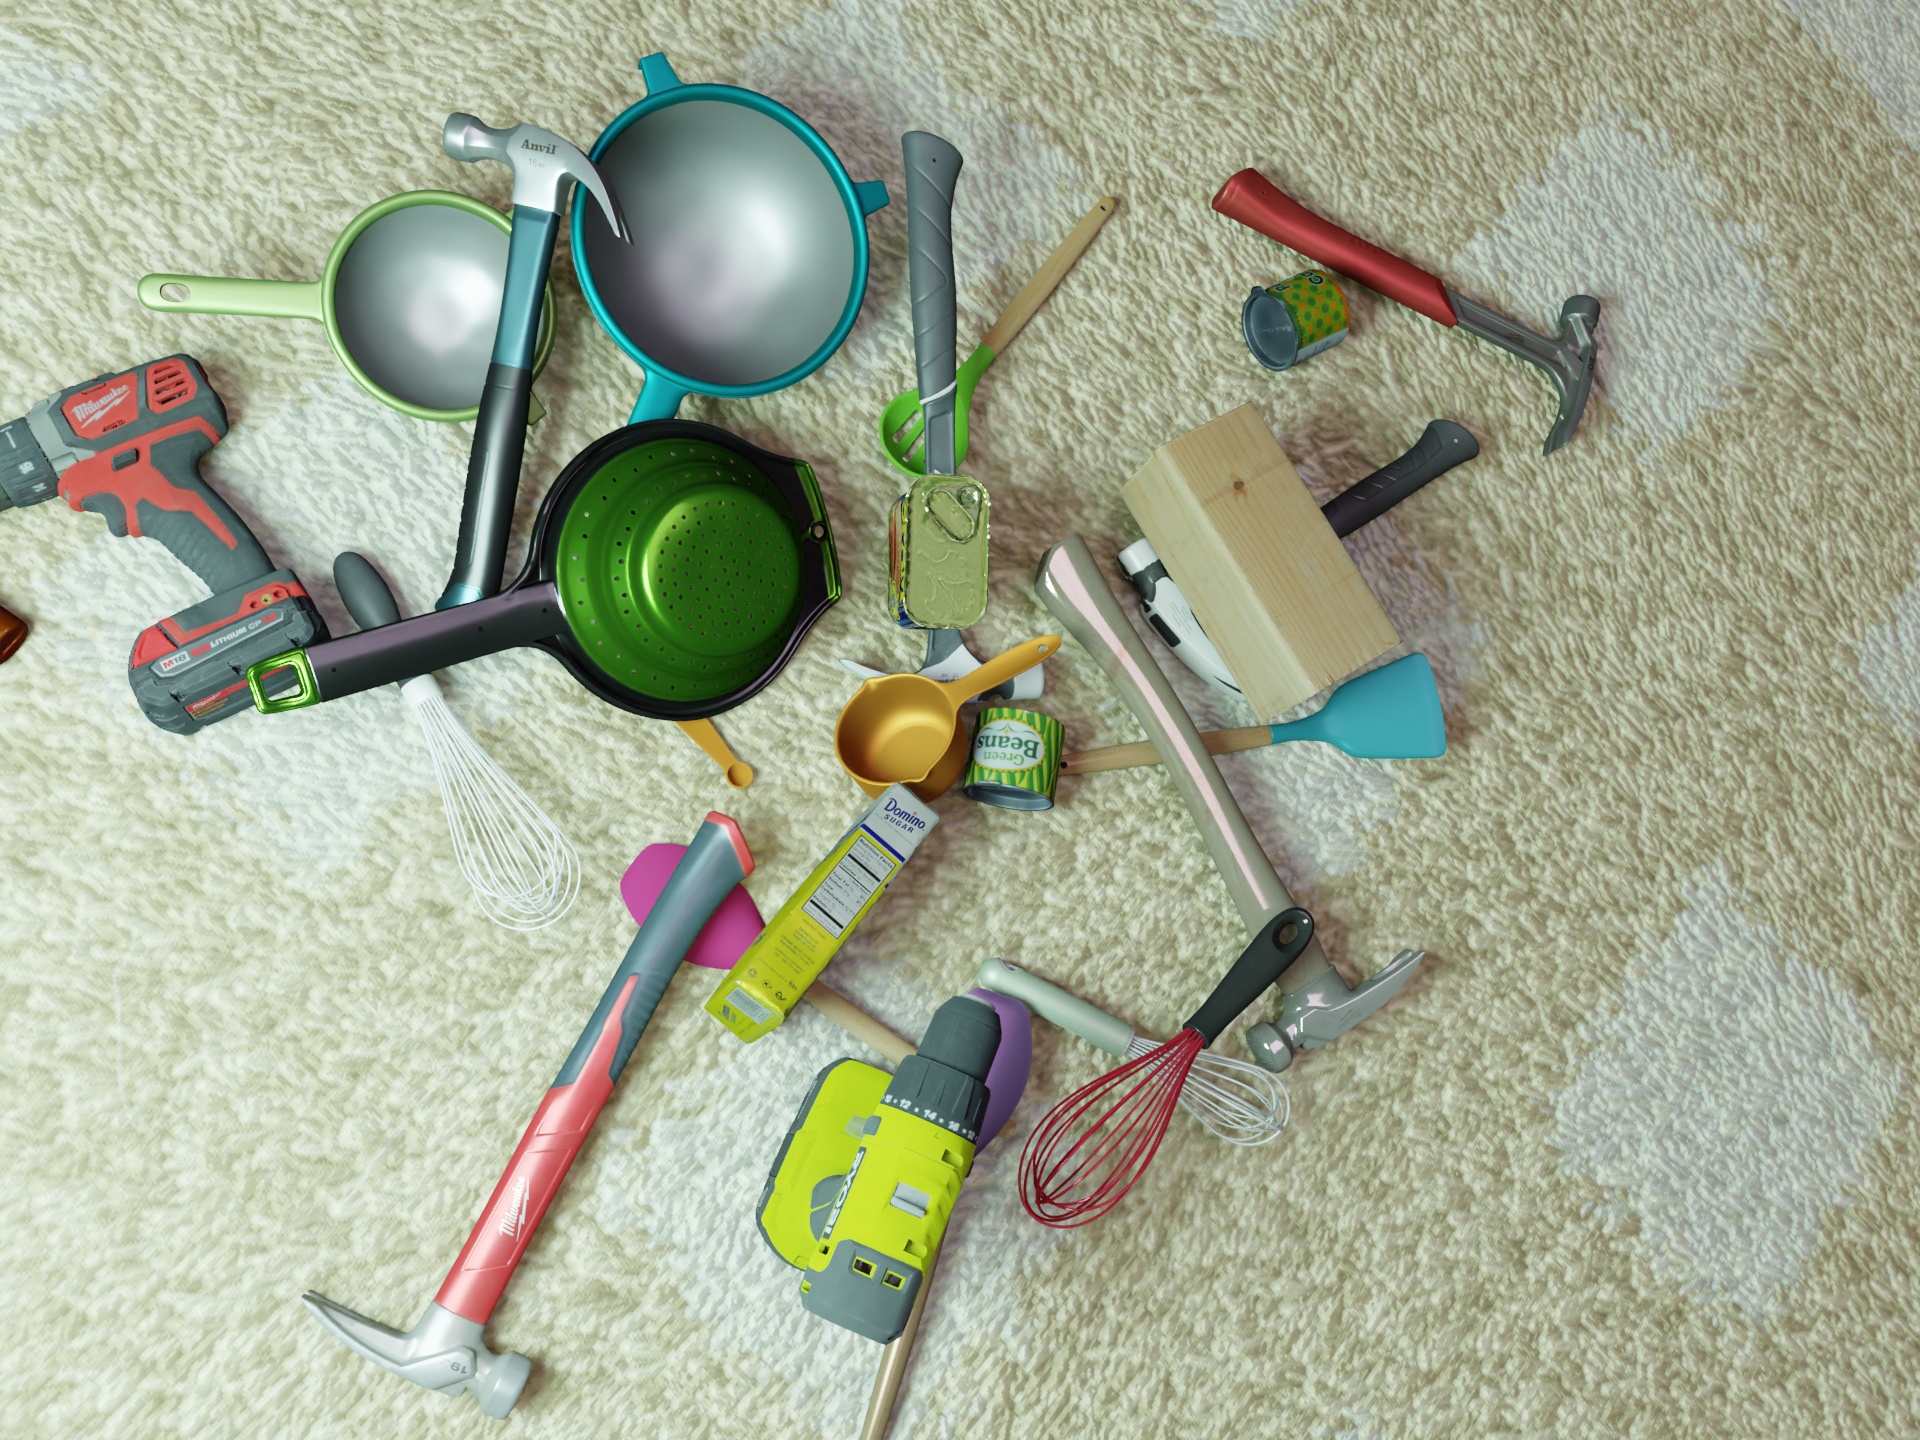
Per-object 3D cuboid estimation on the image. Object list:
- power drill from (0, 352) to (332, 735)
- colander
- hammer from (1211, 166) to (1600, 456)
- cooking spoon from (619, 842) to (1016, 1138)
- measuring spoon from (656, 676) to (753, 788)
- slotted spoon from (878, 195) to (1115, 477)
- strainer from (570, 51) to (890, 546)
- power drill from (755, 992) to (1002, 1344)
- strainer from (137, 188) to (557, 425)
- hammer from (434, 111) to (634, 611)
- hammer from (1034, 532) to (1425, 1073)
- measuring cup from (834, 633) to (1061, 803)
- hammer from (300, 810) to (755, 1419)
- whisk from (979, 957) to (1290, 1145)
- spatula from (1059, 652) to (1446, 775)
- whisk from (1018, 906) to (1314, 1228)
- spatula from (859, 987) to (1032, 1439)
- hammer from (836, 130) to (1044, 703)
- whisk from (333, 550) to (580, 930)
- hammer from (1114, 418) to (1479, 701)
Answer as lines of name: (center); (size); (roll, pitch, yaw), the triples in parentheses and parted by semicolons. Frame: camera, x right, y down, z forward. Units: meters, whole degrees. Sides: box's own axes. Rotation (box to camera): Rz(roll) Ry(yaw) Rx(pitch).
power drill: (-0.522, -0.106, 0.996); (0.188, 0.080, 0.227); (-29, 84, -20)
colander: (-0.240, -0.074, 1.009); (0.397, 0.094, 0.204); (-20, 104, -26)
hammer: (0.372, -0.357, 1.332); (0.359, 0.036, 0.149); (23, 72, -11)
cooking spoon: (-0.092, 0.189, 1.080); (0.319, 0.017, 0.069); (36, 70, -5)
measuring spoon: (-0.186, 0.003, 1.102); (0.117, 0.011, 0.021); (48, 59, 2)
slotted spoon: (0.036, -0.300, 1.227); (0.070, 0.031, 0.314); (38, 68, -5)
strainer: (-0.201, -0.271, 1.122); (0.210, 0.095, 0.340); (23, 86, -24)
power drill: (-0.048, 0.261, 0.964); (0.080, 0.228, 0.191); (27, 72, -9)
strainer: (-0.404, -0.276, 1.063); (0.256, 0.069, 0.151); (-2, 98, -20)
hammer: (-0.298, -0.219, 1.043); (0.128, 0.033, 0.331); (12, 98, 4)
hammer: (0.183, 0.044, 1.159); (0.146, 0.038, 0.410); (-30, 91, -14)
measuring cup: (-0.002, -0.004, 1.105); (0.173, 0.052, 0.095); (-29, 56, -2)
hammer: (-0.252, 0.224, 1.006); (0.143, 0.038, 0.386); (29, 74, -6)
whisk: (0.122, 0.230, 1.120); (0.246, 0.058, 0.059); (28, 98, -4)
spatula: (0.212, 0.011, 1.196); (0.317, 0.044, 0.082); (-8, 84, -17)
whisk: (0.146, 0.226, 1.074); (0.296, 0.073, 0.073); (-41, 91, -24)
spatula: (-0.015, 0.336, 1.057); (0.059, 0.018, 0.316); (20, 78, -8)
hammer: (-0.021, -0.215, 1.143); (0.149, 0.036, 0.409); (-2, 91, -14)
whisk: (-0.334, 0.009, 1.036); (0.070, 0.070, 0.285); (-29, 82, -20)
hammer: (0.288, -0.146, 1.260); (0.335, 0.035, 0.146); (-32, 87, -20)
